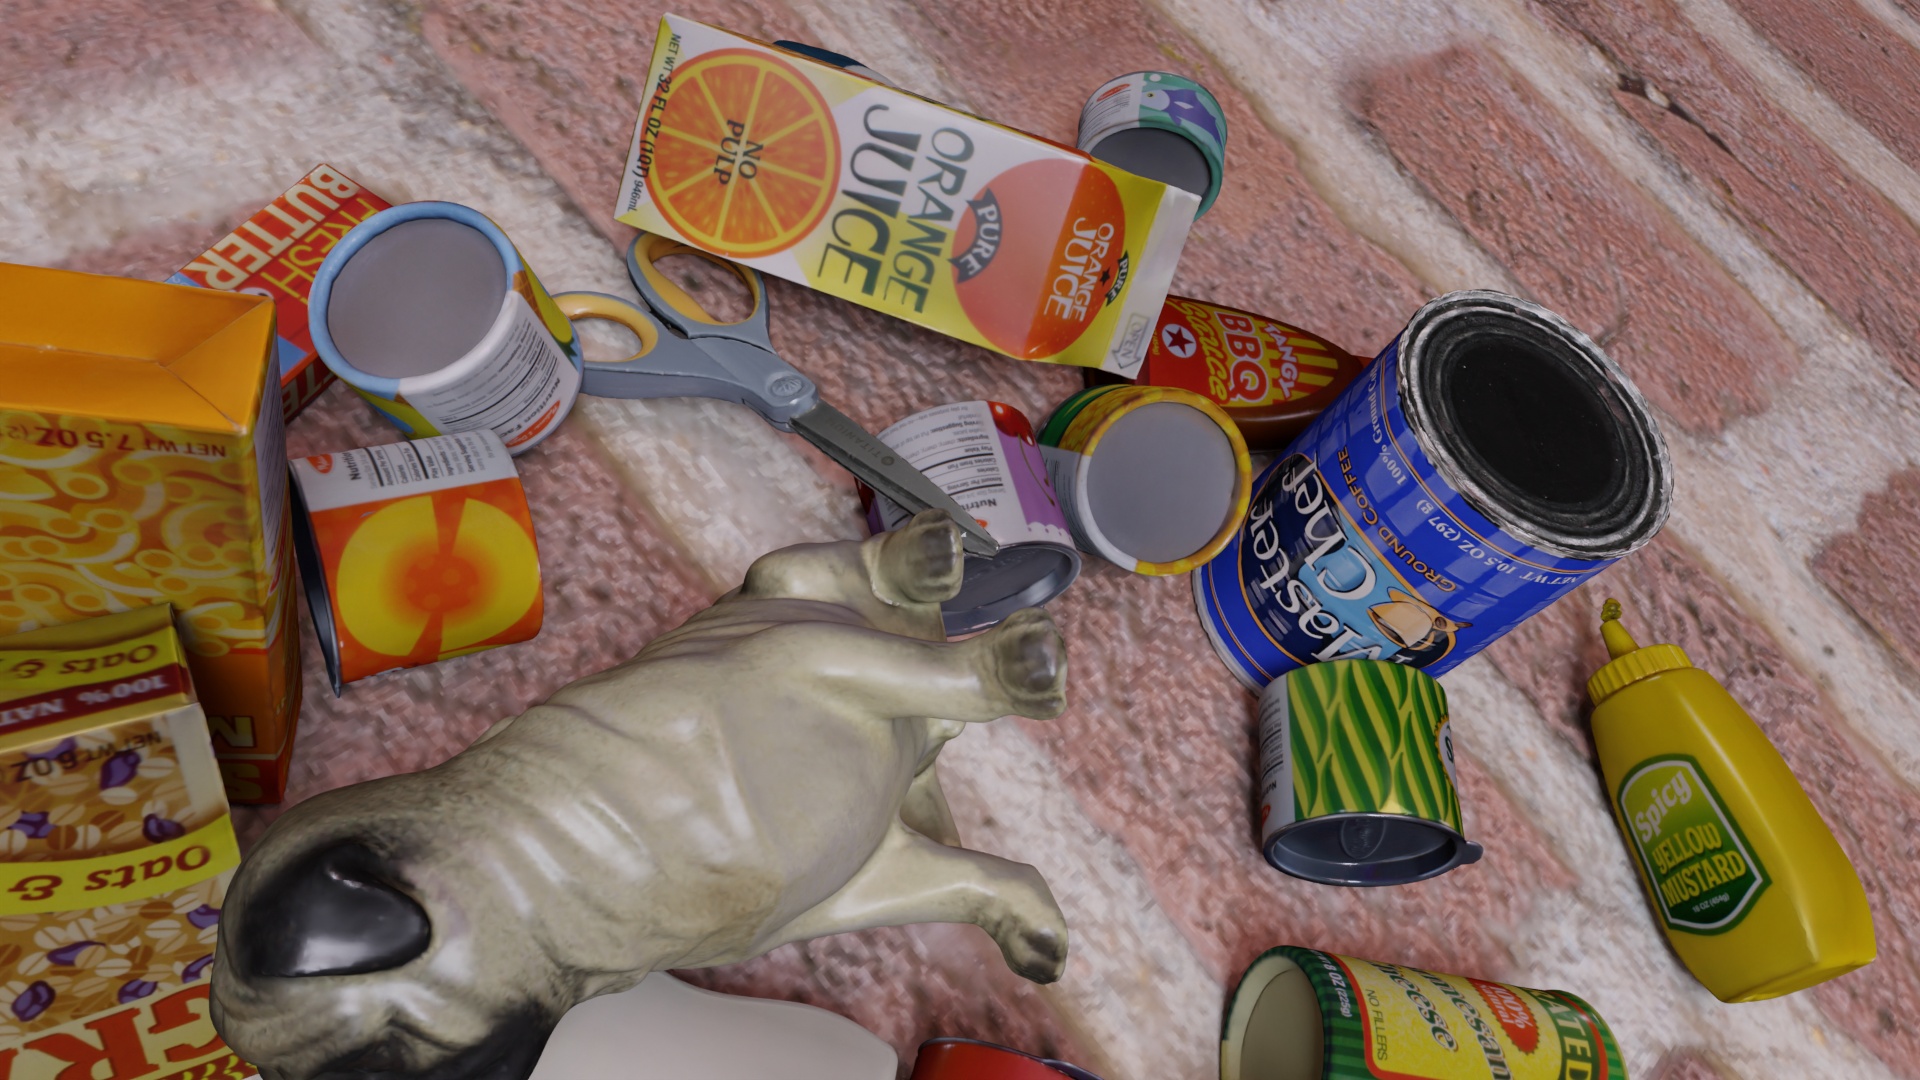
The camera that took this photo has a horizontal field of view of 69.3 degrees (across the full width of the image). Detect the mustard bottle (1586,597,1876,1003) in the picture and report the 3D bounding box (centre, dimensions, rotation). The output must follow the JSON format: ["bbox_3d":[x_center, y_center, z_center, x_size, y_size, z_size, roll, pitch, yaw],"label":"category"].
[{"bbox_3d":[0.282,0.092,0.536,0.049,0.065,0.161,3,54,-27],"label":"mustard bottle"}]

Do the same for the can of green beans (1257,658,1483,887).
[{"bbox_3d":[0.137,0.081,0.480,0.071,0.071,0.058,15,56,-14],"label":"can of green beans"}]

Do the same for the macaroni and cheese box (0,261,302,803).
[{"bbox_3d":[-0.221,0.006,0.316,0.124,0.165,0.040,6,53,-19],"label":"macaroni and cheese box"}]

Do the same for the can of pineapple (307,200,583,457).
[{"bbox_3d":[-0.162,-0.065,0.438,0.071,0.057,0.071,-1,71,4],"label":"can of pineapple"}]

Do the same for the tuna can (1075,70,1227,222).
[{"bbox_3d":[0.085,-0.168,0.609,0.071,0.070,0.033,18,57,-11],"label":"tuna can"}]

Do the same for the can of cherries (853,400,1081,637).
[{"bbox_3d":[0.002,-0.006,0.480,0.072,0.071,0.058,-6,63,-25],"label":"can of cherries"}]

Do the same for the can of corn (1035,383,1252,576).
[{"bbox_3d":[0.066,-0.024,0.500,0.071,0.058,0.071,-2,97,-12],"label":"can of corn"}]

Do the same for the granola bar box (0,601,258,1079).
[{"bbox_3d":[-0.239,0.089,0.285,0.166,0.123,0.039,-14,40,-28],"label":"granola bar box"}]

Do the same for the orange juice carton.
[{"bbox_3d":[-0.016,-0.121,0.497,0.193,0.071,0.073,19,18,-1],"label":"orange juice carton"}]

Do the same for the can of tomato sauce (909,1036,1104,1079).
[{"bbox_3d":[0.007,0.184,0.362,0.071,0.071,0.083,27,55,-5],"label":"can of tomato sauce"}]

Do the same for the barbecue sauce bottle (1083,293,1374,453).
[{"bbox_3d":[0.127,-0.064,0.577,0.149,0.043,0.065,6,61,-20],"label":"barbecue sauce bottle"}]

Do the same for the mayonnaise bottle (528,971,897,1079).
[{"bbox_3d":[-0.094,0.138,0.367,0.148,0.041,0.065,24,48,-6],"label":"mayonnaise bottle"}]

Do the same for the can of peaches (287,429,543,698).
[{"bbox_3d":[-0.159,0.006,0.406,0.058,0.071,0.071,-14,67,-29],"label":"can of peaches"}]

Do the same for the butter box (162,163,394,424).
[{"bbox_3d":[-0.221,-0.077,0.454,0.053,0.024,0.104,33,54,0],"label":"butter box"}]

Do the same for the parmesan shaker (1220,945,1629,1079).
[{"bbox_3d":[0.142,0.167,0.427,0.103,0.071,0.071,14,57,-15],"label":"parmesan shaker"}]
